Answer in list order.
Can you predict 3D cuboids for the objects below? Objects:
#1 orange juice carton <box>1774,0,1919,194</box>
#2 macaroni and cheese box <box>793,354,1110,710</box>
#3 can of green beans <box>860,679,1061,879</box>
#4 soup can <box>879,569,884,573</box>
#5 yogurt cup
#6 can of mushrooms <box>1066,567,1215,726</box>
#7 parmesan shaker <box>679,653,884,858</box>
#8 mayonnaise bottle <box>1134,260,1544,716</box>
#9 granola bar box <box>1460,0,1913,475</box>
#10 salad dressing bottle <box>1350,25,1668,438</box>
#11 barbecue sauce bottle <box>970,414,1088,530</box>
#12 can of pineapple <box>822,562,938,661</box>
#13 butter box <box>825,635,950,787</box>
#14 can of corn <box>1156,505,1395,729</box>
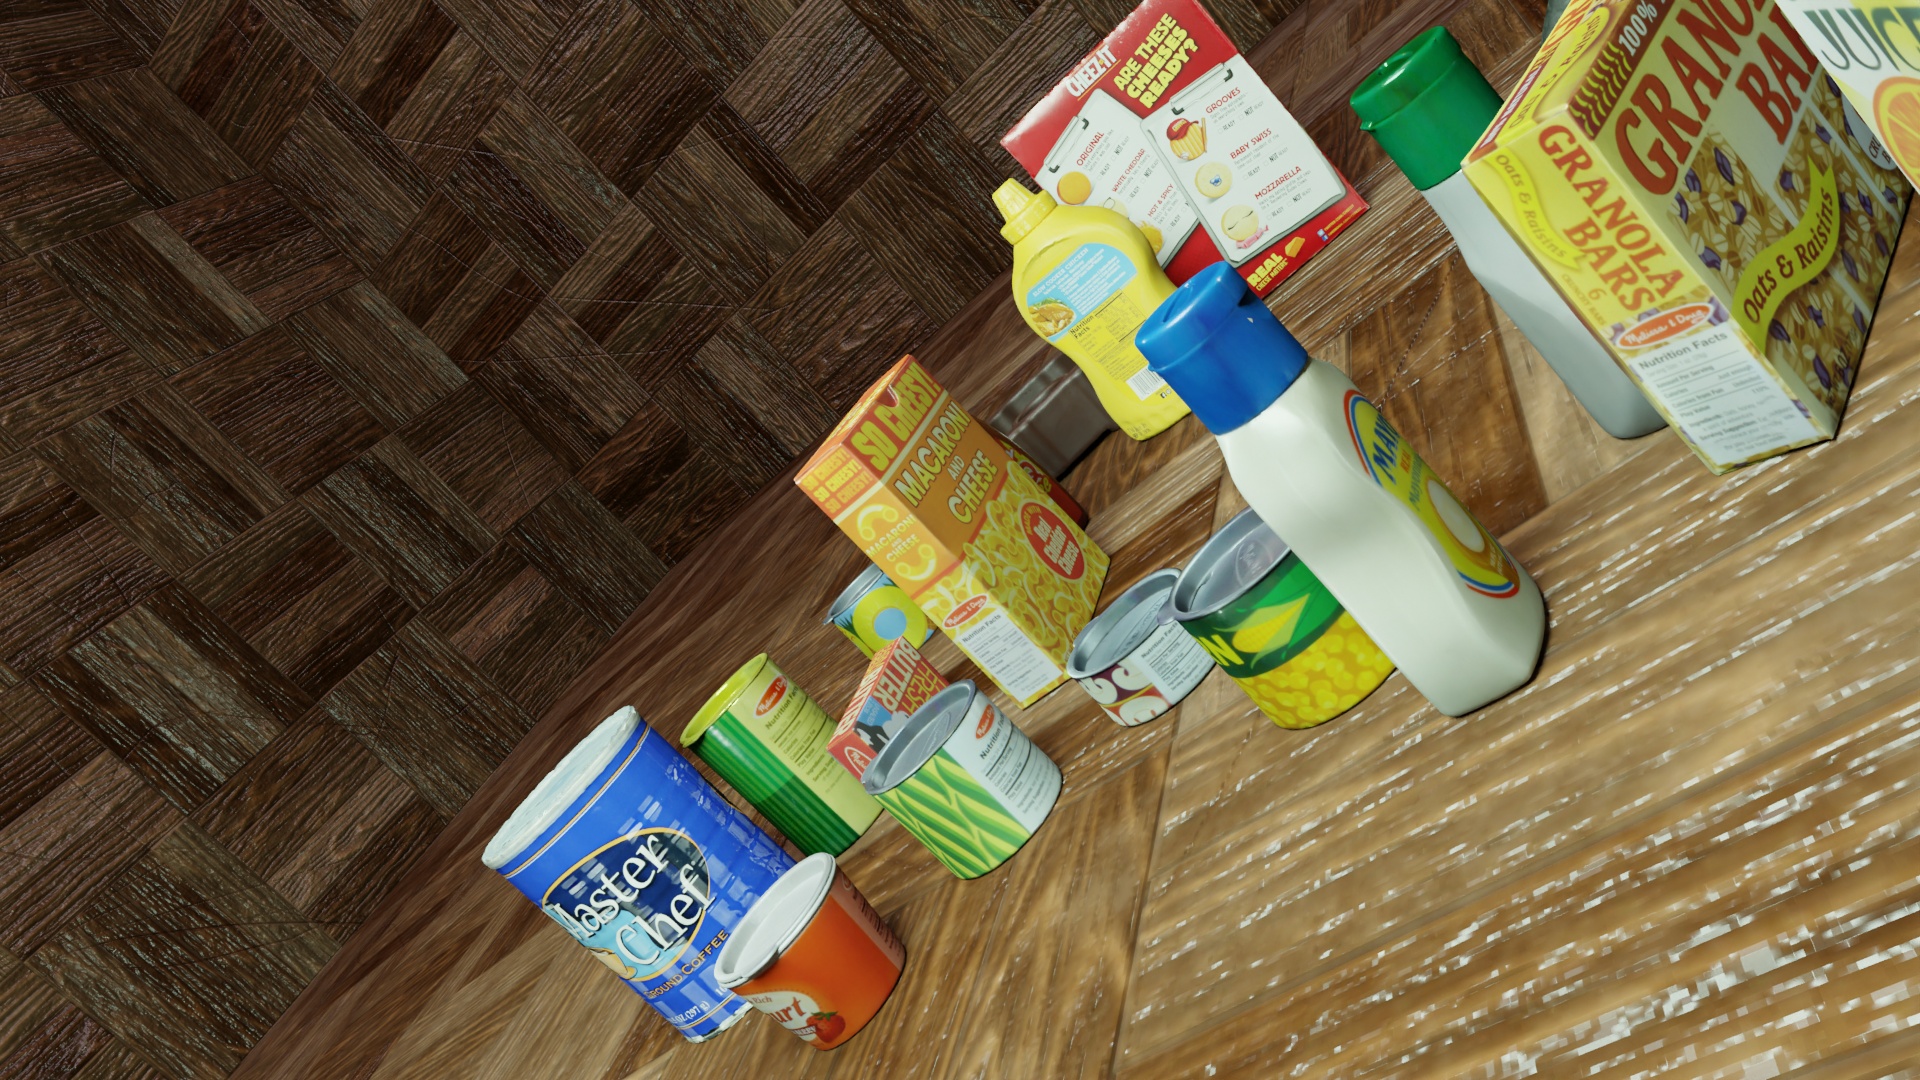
[{"bbox_3d":[0.245,-0.154,0.333,0.071,0.192,0.073,-41,11,16],"label":"orange juice carton"},{"bbox_3d":[0.003,-0.009,0.737,0.040,0.166,0.124,-38,12,29],"label":"macaroni and cheese box"},{"bbox_3d":[0.002,0.104,0.605,0.071,0.058,0.071,-42,11,10],"label":"can of green beans"},{"bbox_3d":[0.006,0.022,0.828,0.071,0.083,0.071,-42,11,10],"label":"soup can"},{"bbox_3d":[-0.060,0.173,0.580,0.072,0.054,0.072,-42,11,10],"label":"yogurt cup"},{"bbox_3d":[0.080,0.046,0.602,0.071,0.033,0.071,-42,11,10],"label":"can of mushrooms"},{"bbox_3d":[-0.096,0.123,0.767,0.071,0.103,0.071,-42,11,10],"label":"parmesan shaker"},{"bbox_3d":[0.114,-0.018,0.415,0.041,0.148,0.065,-37,13,35],"label":"mayonnaise bottle"},{"bbox_3d":[0.233,-0.120,0.430,0.166,0.124,0.039,-51,13,-32],"label":"granola bar box"},{"bbox_3d":[0.188,-0.100,0.456,0.044,0.147,0.064,-42,11,13],"label":"salad dressing bottle"},{"bbox_3d":[0.012,-0.044,0.881,0.065,0.148,0.043,-50,12,-29],"label":"barbecue sauce bottle"},{"bbox_3d":[-0.054,0.053,0.996,0.071,0.058,0.071,-42,11,10],"label":"can of pineapple"},{"bbox_3d":[-0.035,0.100,0.766,0.024,0.053,0.104,-39,12,26],"label":"butter box"},{"bbox_3d":[0.115,0.025,0.489,0.071,0.058,0.071,-42,11,10],"label":"can of corn"}]
